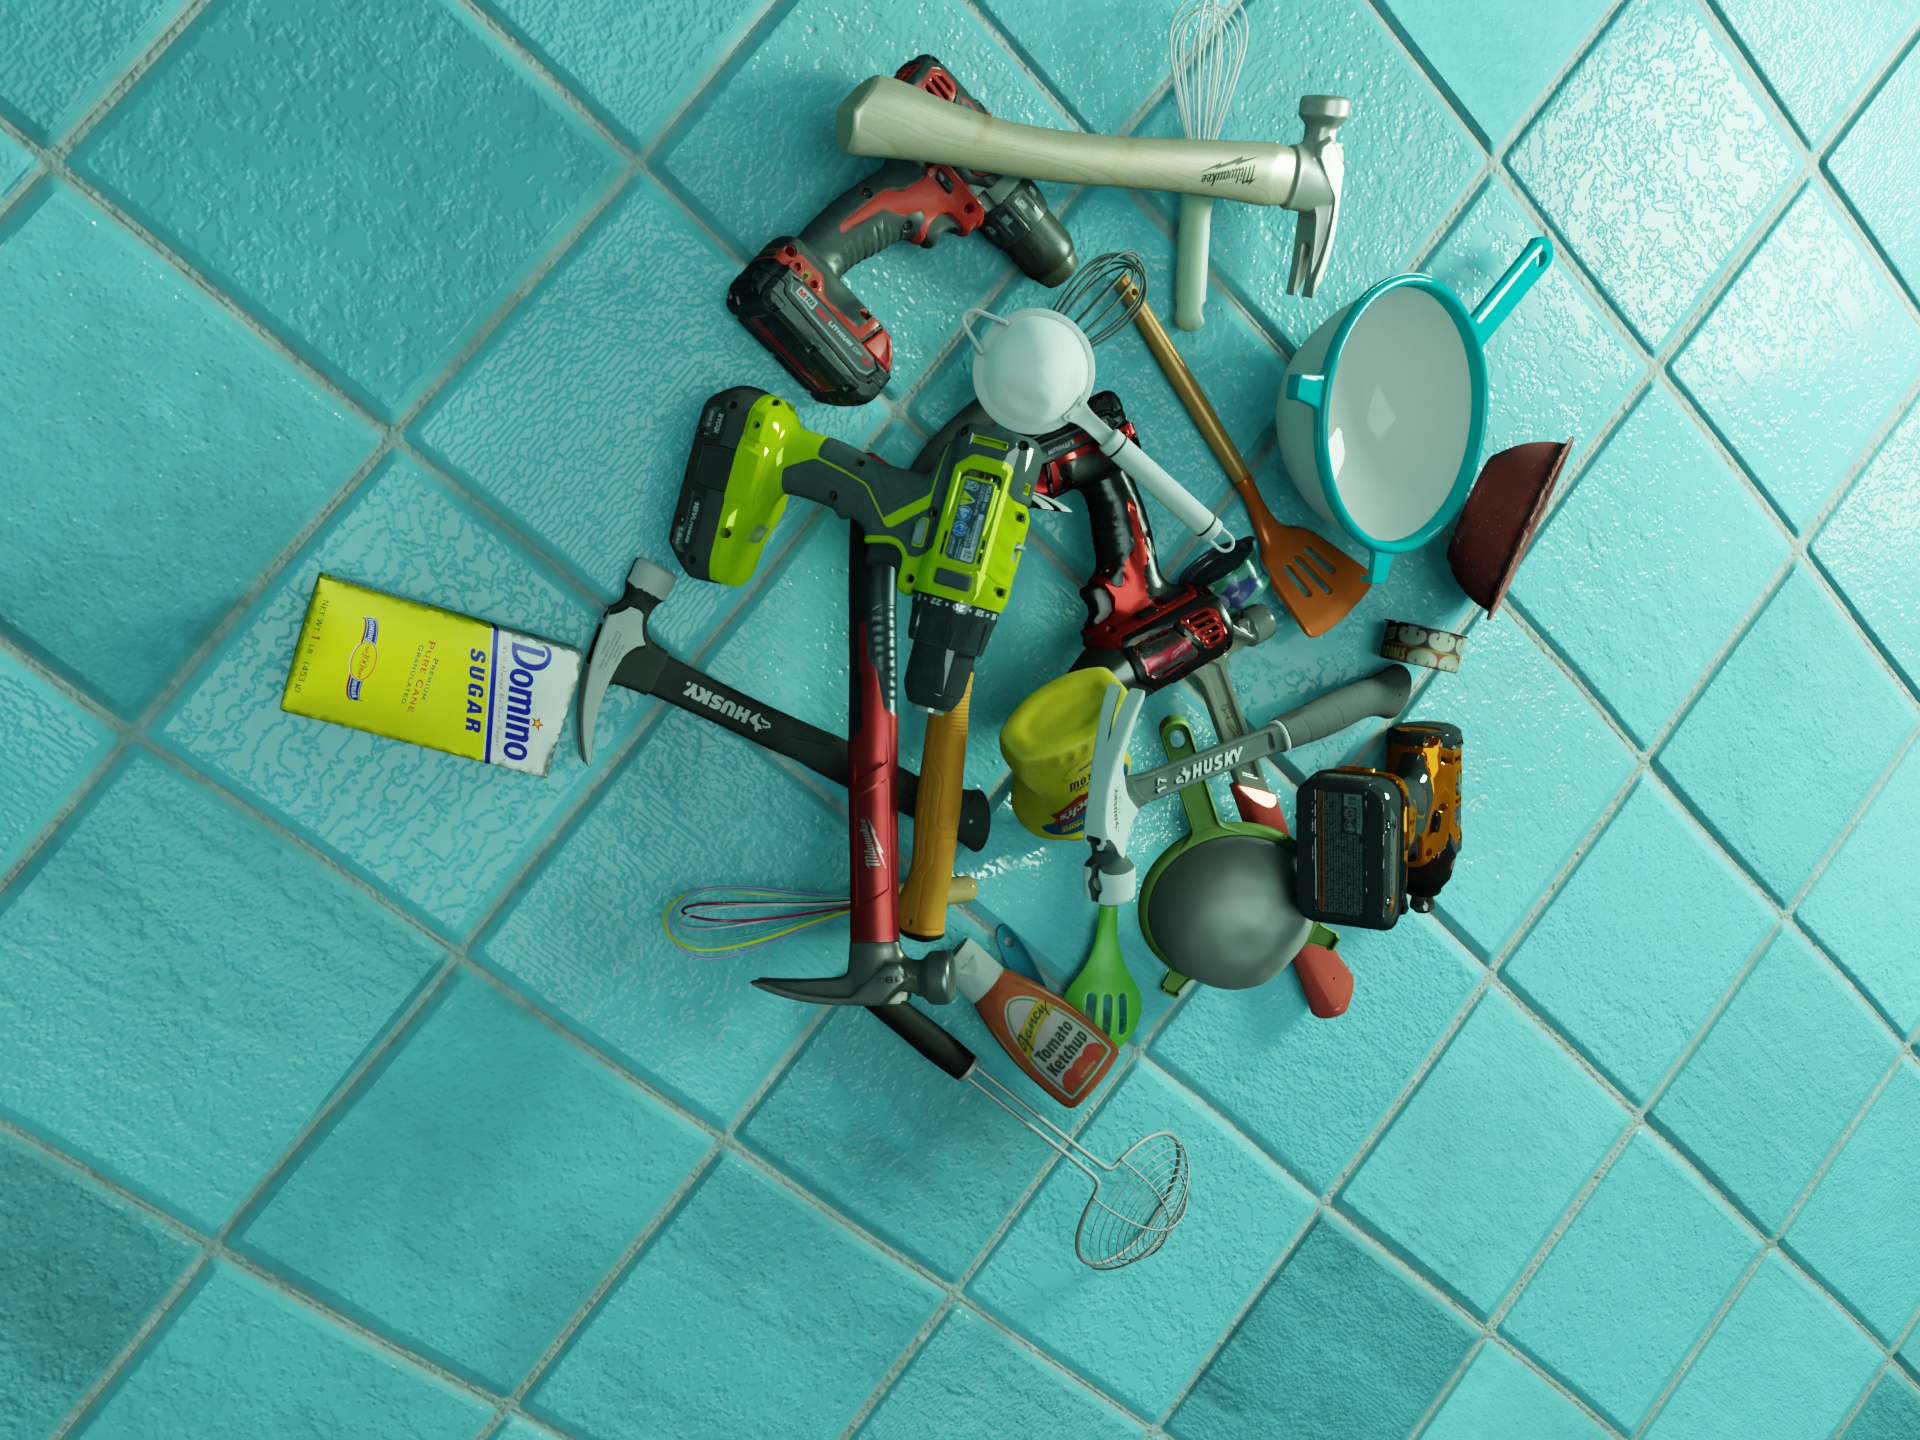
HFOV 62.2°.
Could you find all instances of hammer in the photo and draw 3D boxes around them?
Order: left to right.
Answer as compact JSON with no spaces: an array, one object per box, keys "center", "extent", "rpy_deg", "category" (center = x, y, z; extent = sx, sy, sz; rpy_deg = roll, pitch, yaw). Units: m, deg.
[{"center":[-0.120,0.020,1.162],"extent":[0.334,0.035,0.146],"rpy_deg":[27,88,-23],"category":"hammer"},{"center":[-0.077,0.006,1.124],"extent":[0.143,0.038,0.386],"rpy_deg":[-1,87,8],"category":"hammer"},{"center":[-0.002,-0.004,1.138],"extent":[0.034,0.127,0.337],"rpy_deg":[-3,103,-51],"category":"hammer"},{"center":[0.104,-0.386,1.123],"extent":[0.410,0.038,0.146],"rpy_deg":[-4,109,-28],"category":"hammer"},{"center":[0.244,0.093,1.306],"extent":[0.149,0.037,0.359],"rpy_deg":[-29,109,-22],"category":"hammer"},{"center":[0.230,0.011,1.206],"extent":[0.409,0.036,0.149],"rpy_deg":[-18,113,-44],"category":"hammer"}]

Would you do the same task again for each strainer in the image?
[{"center":[0.103,-0.201,1.120],"extent":[0.258,0.050,0.087],"rpy_deg":[38,96,-18],"category":"strainer"},{"center":[0.202,0.116,1.241],"extent":[0.151,0.069,0.256],"rpy_deg":[-18,116,7],"category":"strainer"},{"center":[0.354,-0.282,1.270],"extent":[0.340,0.095,0.210],"rpy_deg":[-48,125,-23],"category":"strainer"}]

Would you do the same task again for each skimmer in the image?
[{"center":[0.043,0.310,1.274],"extent":[0.363,0.090,0.127],"rpy_deg":[40,80,-11],"category":"skimmer"}]

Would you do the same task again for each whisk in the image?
[{"center":[-0.101,0.135,1.186],"extent":[0.245,0.047,0.051],"rpy_deg":[-5,112,-25],"category":"whisk"},{"center":[0.050,-0.257,1.174],"extent":[0.239,0.055,0.055],"rpy_deg":[-44,111,-1],"category":"whisk"},{"center":[0.181,-0.420,1.200],"extent":[0.059,0.058,0.246],"rpy_deg":[5,103,13],"category":"whisk"}]

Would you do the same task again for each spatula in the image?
[{"center":[0.214,-0.211,1.248],"extent":[0.081,0.041,0.322],"rpy_deg":[-42,109,-16],"category":"spatula"}]

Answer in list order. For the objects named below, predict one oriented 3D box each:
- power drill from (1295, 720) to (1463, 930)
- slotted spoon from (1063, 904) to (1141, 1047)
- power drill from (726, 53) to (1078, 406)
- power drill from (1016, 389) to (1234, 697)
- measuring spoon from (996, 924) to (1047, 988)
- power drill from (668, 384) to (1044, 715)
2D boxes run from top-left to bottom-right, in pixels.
[{"center":[0.348,0.097,1.285],"extent":[0.226,0.084,0.164],"rpy_deg":[-17,107,-54],"category":"power drill"},{"center":[0.118,0.122,1.274],"extent":[0.070,0.031,0.313],"rpy_deg":[0,97,-12],"category":"slotted spoon"},{"center":[-0.032,-0.324,1.119],"extent":[0.187,0.080,0.227],"rpy_deg":[43,78,-27],"category":"power drill"},{"center":[0.099,-0.118,1.180],"extent":[0.143,0.078,0.219],"rpy_deg":[-29,98,-14],"category":"power drill"},{"center":[0.062,0.218,1.267],"extent":[0.042,0.021,0.128],"rpy_deg":[-28,91,4],"category":"measuring spoon"},{"center":[-0.072,-0.120,1.071],"extent":[0.228,0.080,0.190],"rpy_deg":[17,94,12],"category":"power drill"}]
